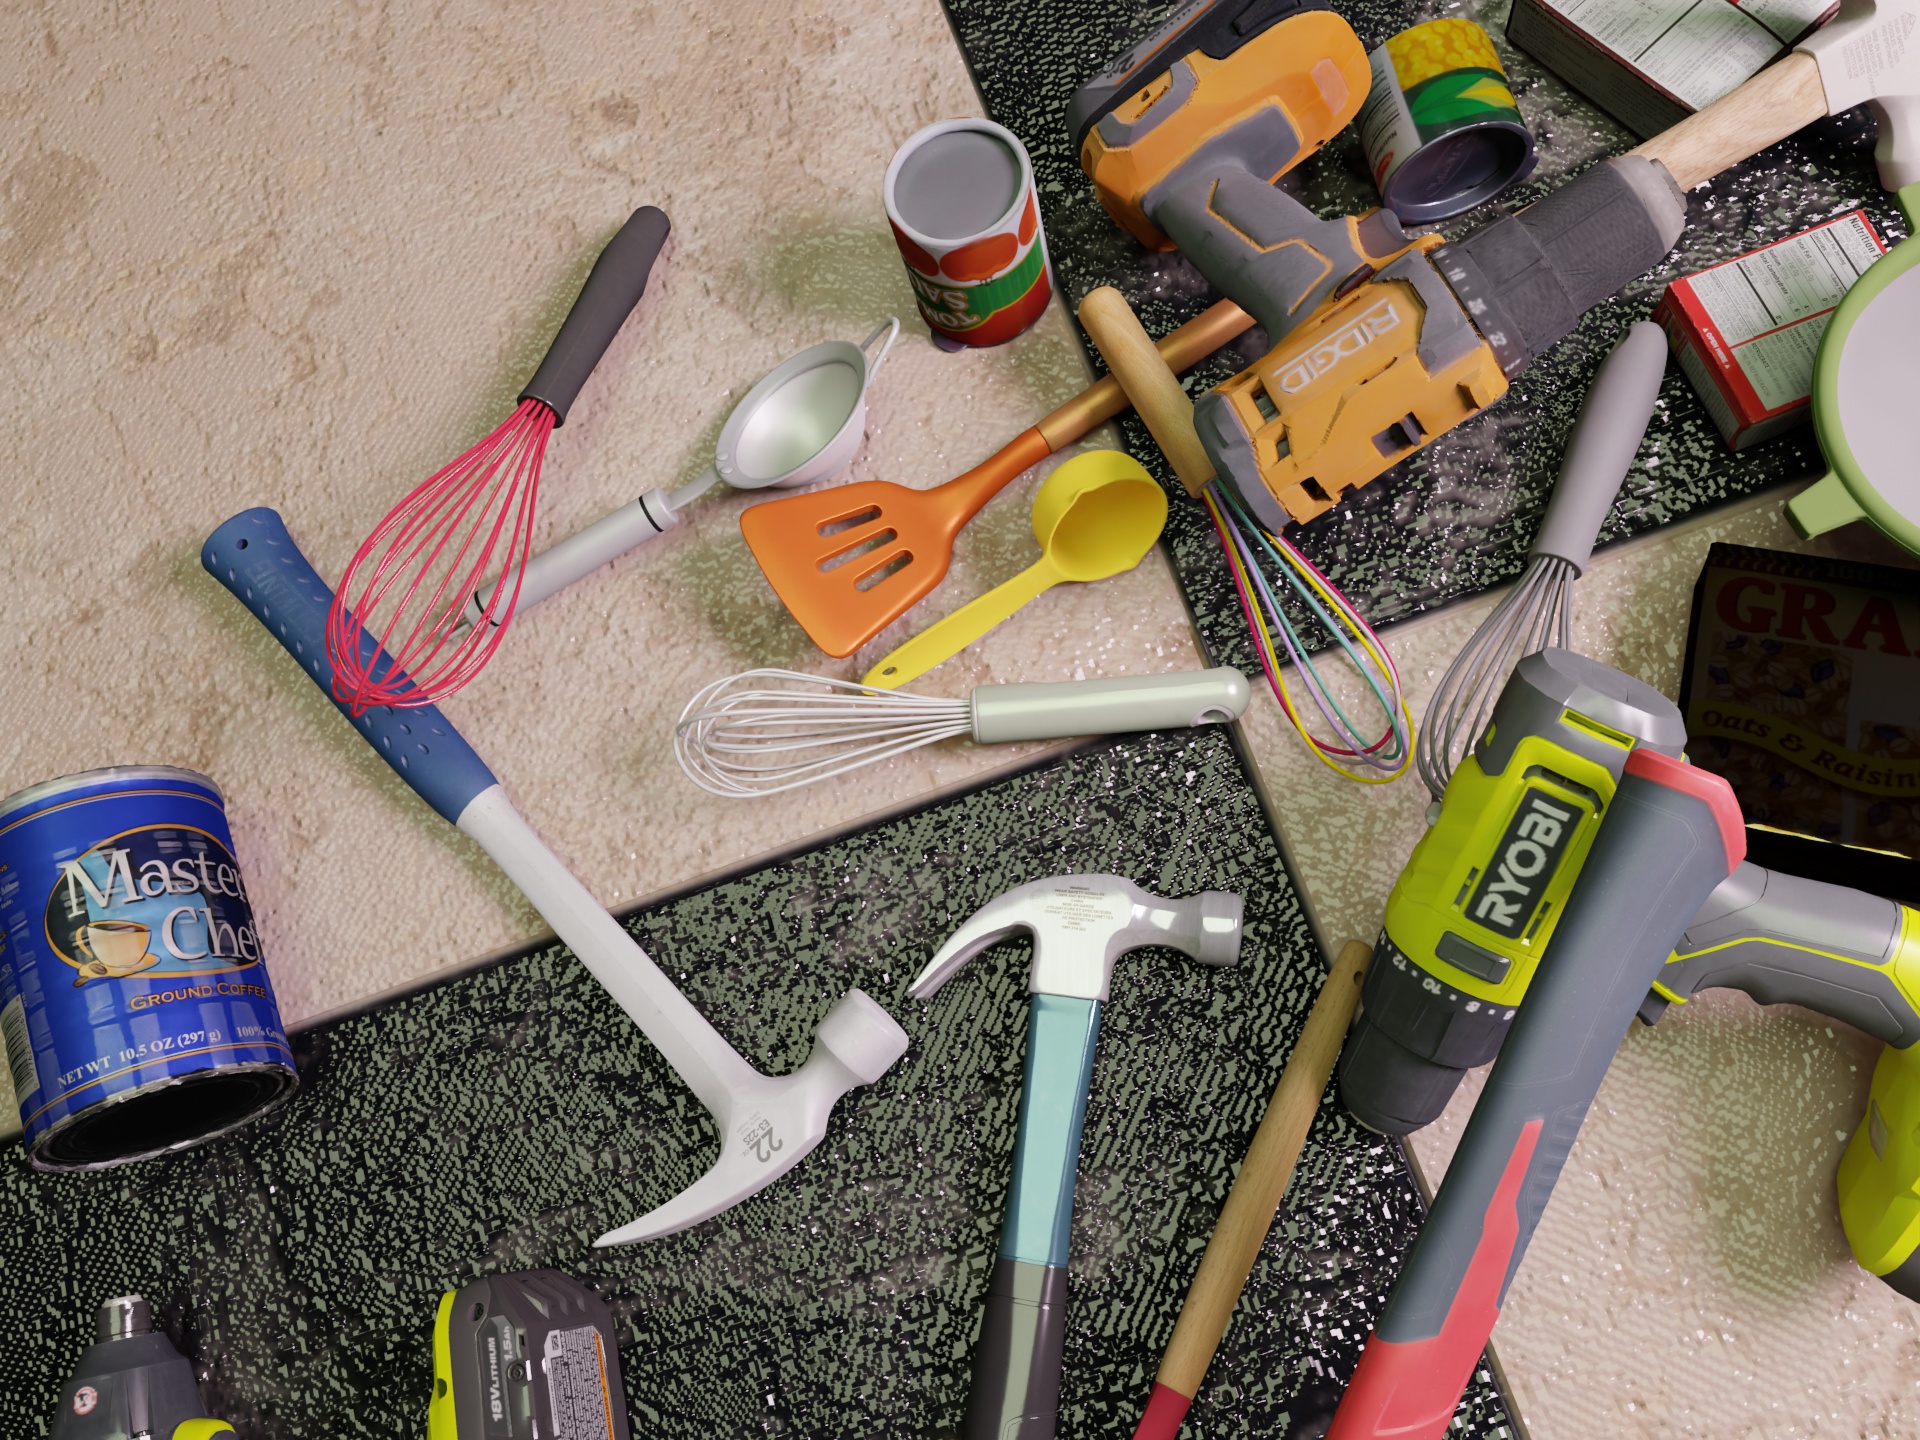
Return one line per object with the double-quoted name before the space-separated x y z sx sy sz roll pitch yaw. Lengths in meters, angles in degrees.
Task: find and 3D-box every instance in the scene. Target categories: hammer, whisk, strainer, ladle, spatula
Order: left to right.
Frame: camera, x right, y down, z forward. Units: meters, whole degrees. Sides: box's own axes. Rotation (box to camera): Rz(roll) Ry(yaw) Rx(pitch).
"hammer" -0.210 0.049 0.698 0.144 0.035 0.406 -45 71 -5
"whisk" -0.199 -0.126 0.721 0.073 0.073 0.296 16 64 14
"strainer" -0.130 -0.100 0.727 0.258 0.050 0.087 -28 42 7
"whisk" -0.001 -0.002 0.673 0.246 0.057 0.059 -5 65 4
"hammer" 0.027 0.221 0.607 0.128 0.033 0.331 6 75 11
"spatula" 0.057 -0.140 0.705 0.322 0.041 0.081 -34 79 -2
"ladle" 0.089 0.222 0.585 0.069 0.031 0.315 36 71 -22
"whisk" 0.114 -0.080 0.662 0.047 0.051 0.245 -30 77 3
"hammer" 0.139 0.187 0.506 0.143 0.038 0.386 20 96 -14
"whisk" 0.243 -0.065 0.648 0.055 0.055 0.239 22 75 15
"hammer" 0.252 -0.209 0.671 0.331 0.130 0.031 -29 28 8
"strainer" 0.446 -0.095 0.590 0.256 0.069 0.151 20 82 16

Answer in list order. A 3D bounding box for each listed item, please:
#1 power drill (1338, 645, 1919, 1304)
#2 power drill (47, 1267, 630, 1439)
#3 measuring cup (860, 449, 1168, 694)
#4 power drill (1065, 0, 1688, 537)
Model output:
"power drill" 0.260 0.103 0.557 0.228 0.080 0.190 25 112 13
"power drill" -0.247 0.294 0.613 0.223 0.080 0.171 -16 72 8
"measuring cup" 0.017 -0.063 0.690 0.156 0.062 0.029 -33 53 11
"power drill" 0.153 -0.205 0.630 0.185 0.084 0.226 -32 56 20
